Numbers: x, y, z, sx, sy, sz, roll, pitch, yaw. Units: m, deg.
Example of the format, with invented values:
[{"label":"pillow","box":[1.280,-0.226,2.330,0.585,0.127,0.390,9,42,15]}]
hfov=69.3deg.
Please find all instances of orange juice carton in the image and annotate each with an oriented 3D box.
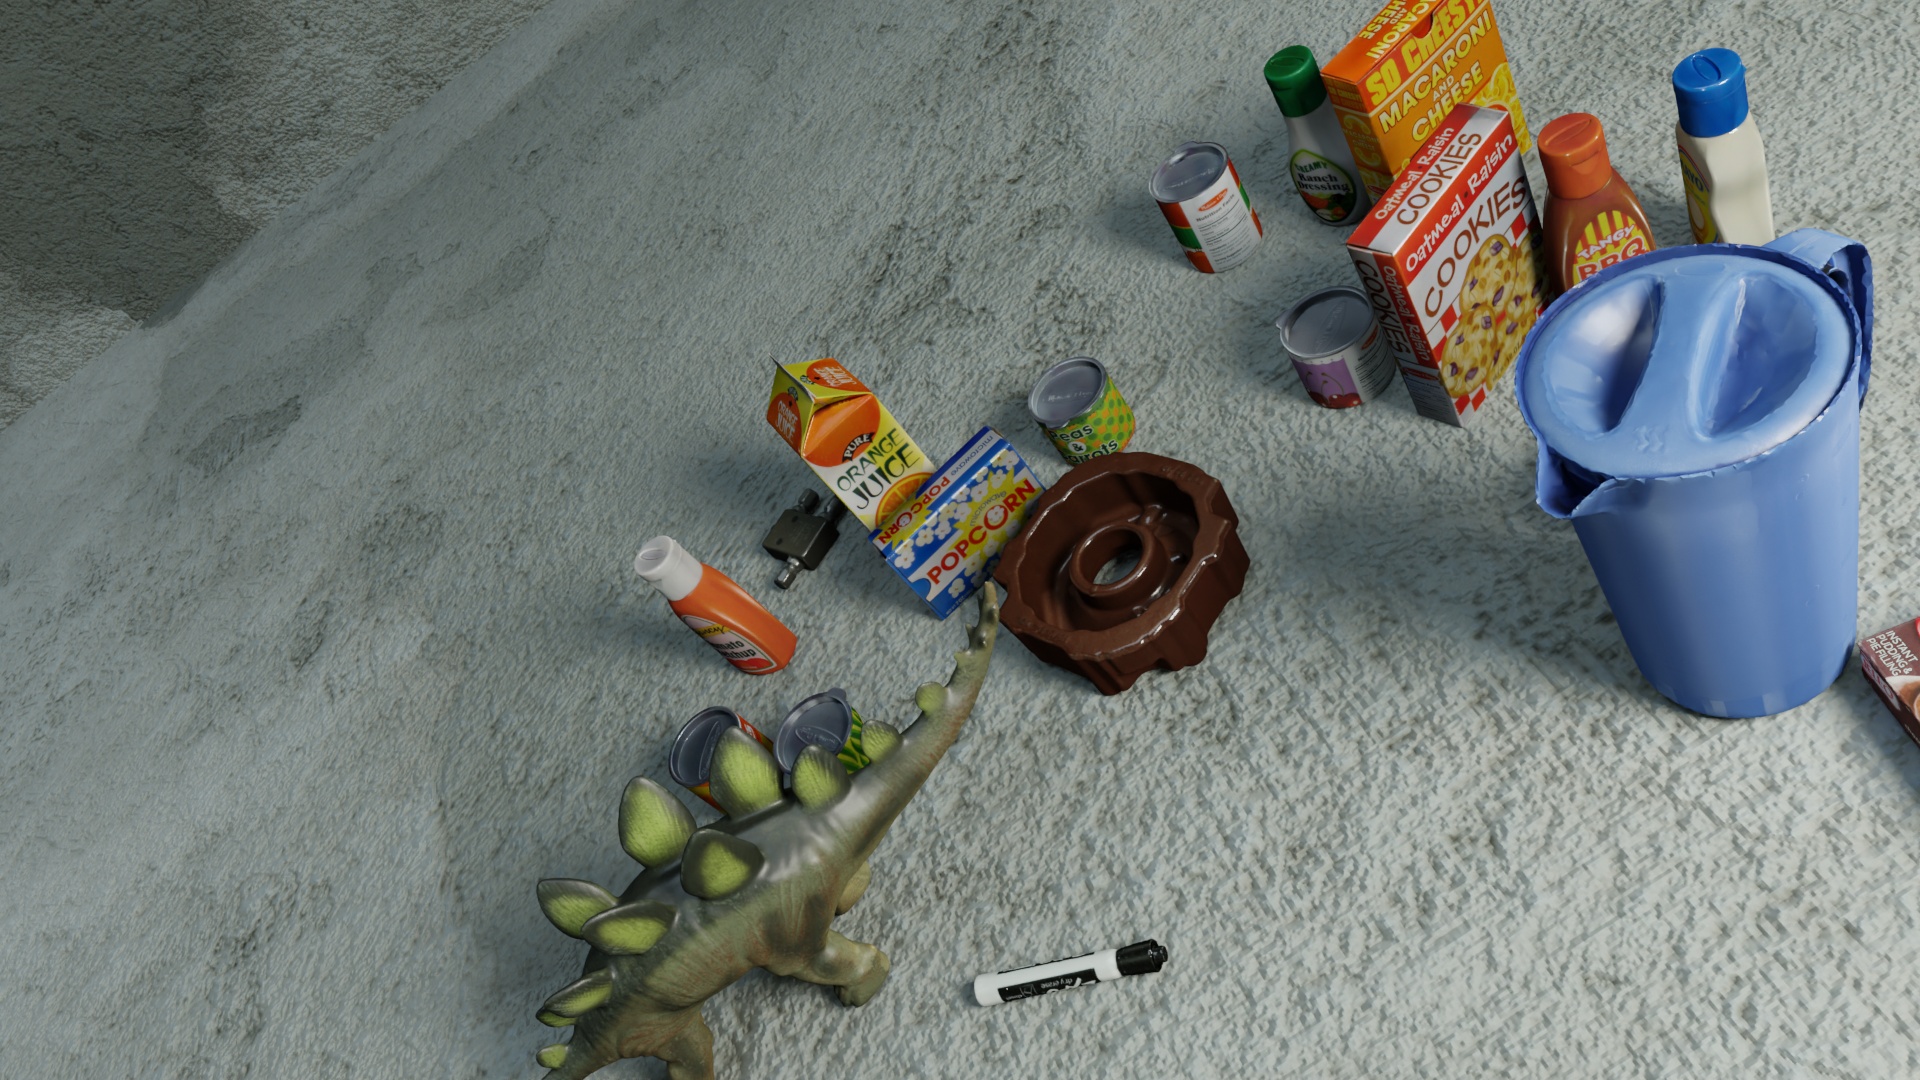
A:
[{"label":"orange juice carton","box":[-0.080,-0.071,1.072,0.073,0.192,0.072,-43,42,-2]}]

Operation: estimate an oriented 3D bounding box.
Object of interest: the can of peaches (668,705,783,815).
[{"label":"can of peaches","box":[-0.173,0.166,1.038,0.071,0.058,0.071,-20,46,22]}]

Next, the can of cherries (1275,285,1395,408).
[{"label":"can of cherries","box":[0.264,-0.136,0.979,0.071,0.058,0.072,-20,46,22]}]

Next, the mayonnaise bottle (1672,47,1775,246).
[{"label":"mayonnaise bottle","box":[0.464,-0.231,0.848,0.041,0.147,0.065,-25,44,17]}]

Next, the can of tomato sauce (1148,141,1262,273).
[{"label":"can of tomato sauce","box":[0.198,-0.268,1.119,0.071,0.083,0.071,-20,46,22]}]

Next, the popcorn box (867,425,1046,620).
[{"label":"popcorn box","box":[0.004,-0.013,1.043,0.127,0.085,0.038,-44,42,-3]}]

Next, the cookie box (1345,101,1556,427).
[{"label":"cookie box","box":[0.319,-0.173,0.890,0.123,0.167,0.040,-51,43,-11]}]

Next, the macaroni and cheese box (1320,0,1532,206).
[{"label":"macaroni and cheese box","box":[0.336,-0.306,0.990,0.124,0.166,0.040,-45,42,-5]}]

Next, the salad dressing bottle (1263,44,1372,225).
[{"label":"salad dressing bottle","box":[0.271,-0.305,1.050,0.064,0.147,0.044,18,67,43]}]

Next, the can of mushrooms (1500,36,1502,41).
[{"label":"can of mushrooms","box":[0.396,-0.371,1.100,0.071,0.033,0.071,-19,46,22]}]

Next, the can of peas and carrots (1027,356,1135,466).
[{"label":"can of peas and carrots","box":[0.093,-0.096,1.068,0.071,0.058,0.071,-20,46,22]}]

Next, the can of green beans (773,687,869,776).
[{"label":"can of green beans","box":[-0.090,0.151,0.992,0.071,0.057,0.071,-20,46,22]}]

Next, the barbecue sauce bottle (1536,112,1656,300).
[{"label":"barbecue sauce bottle","box":[0.396,-0.201,0.872,0.065,0.148,0.044,-29,43,13]}]

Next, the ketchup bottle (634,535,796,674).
[{"label":"ketchup bottle","box":[-0.193,0.051,1.083,0.064,0.148,0.044,-3,54,34]}]
